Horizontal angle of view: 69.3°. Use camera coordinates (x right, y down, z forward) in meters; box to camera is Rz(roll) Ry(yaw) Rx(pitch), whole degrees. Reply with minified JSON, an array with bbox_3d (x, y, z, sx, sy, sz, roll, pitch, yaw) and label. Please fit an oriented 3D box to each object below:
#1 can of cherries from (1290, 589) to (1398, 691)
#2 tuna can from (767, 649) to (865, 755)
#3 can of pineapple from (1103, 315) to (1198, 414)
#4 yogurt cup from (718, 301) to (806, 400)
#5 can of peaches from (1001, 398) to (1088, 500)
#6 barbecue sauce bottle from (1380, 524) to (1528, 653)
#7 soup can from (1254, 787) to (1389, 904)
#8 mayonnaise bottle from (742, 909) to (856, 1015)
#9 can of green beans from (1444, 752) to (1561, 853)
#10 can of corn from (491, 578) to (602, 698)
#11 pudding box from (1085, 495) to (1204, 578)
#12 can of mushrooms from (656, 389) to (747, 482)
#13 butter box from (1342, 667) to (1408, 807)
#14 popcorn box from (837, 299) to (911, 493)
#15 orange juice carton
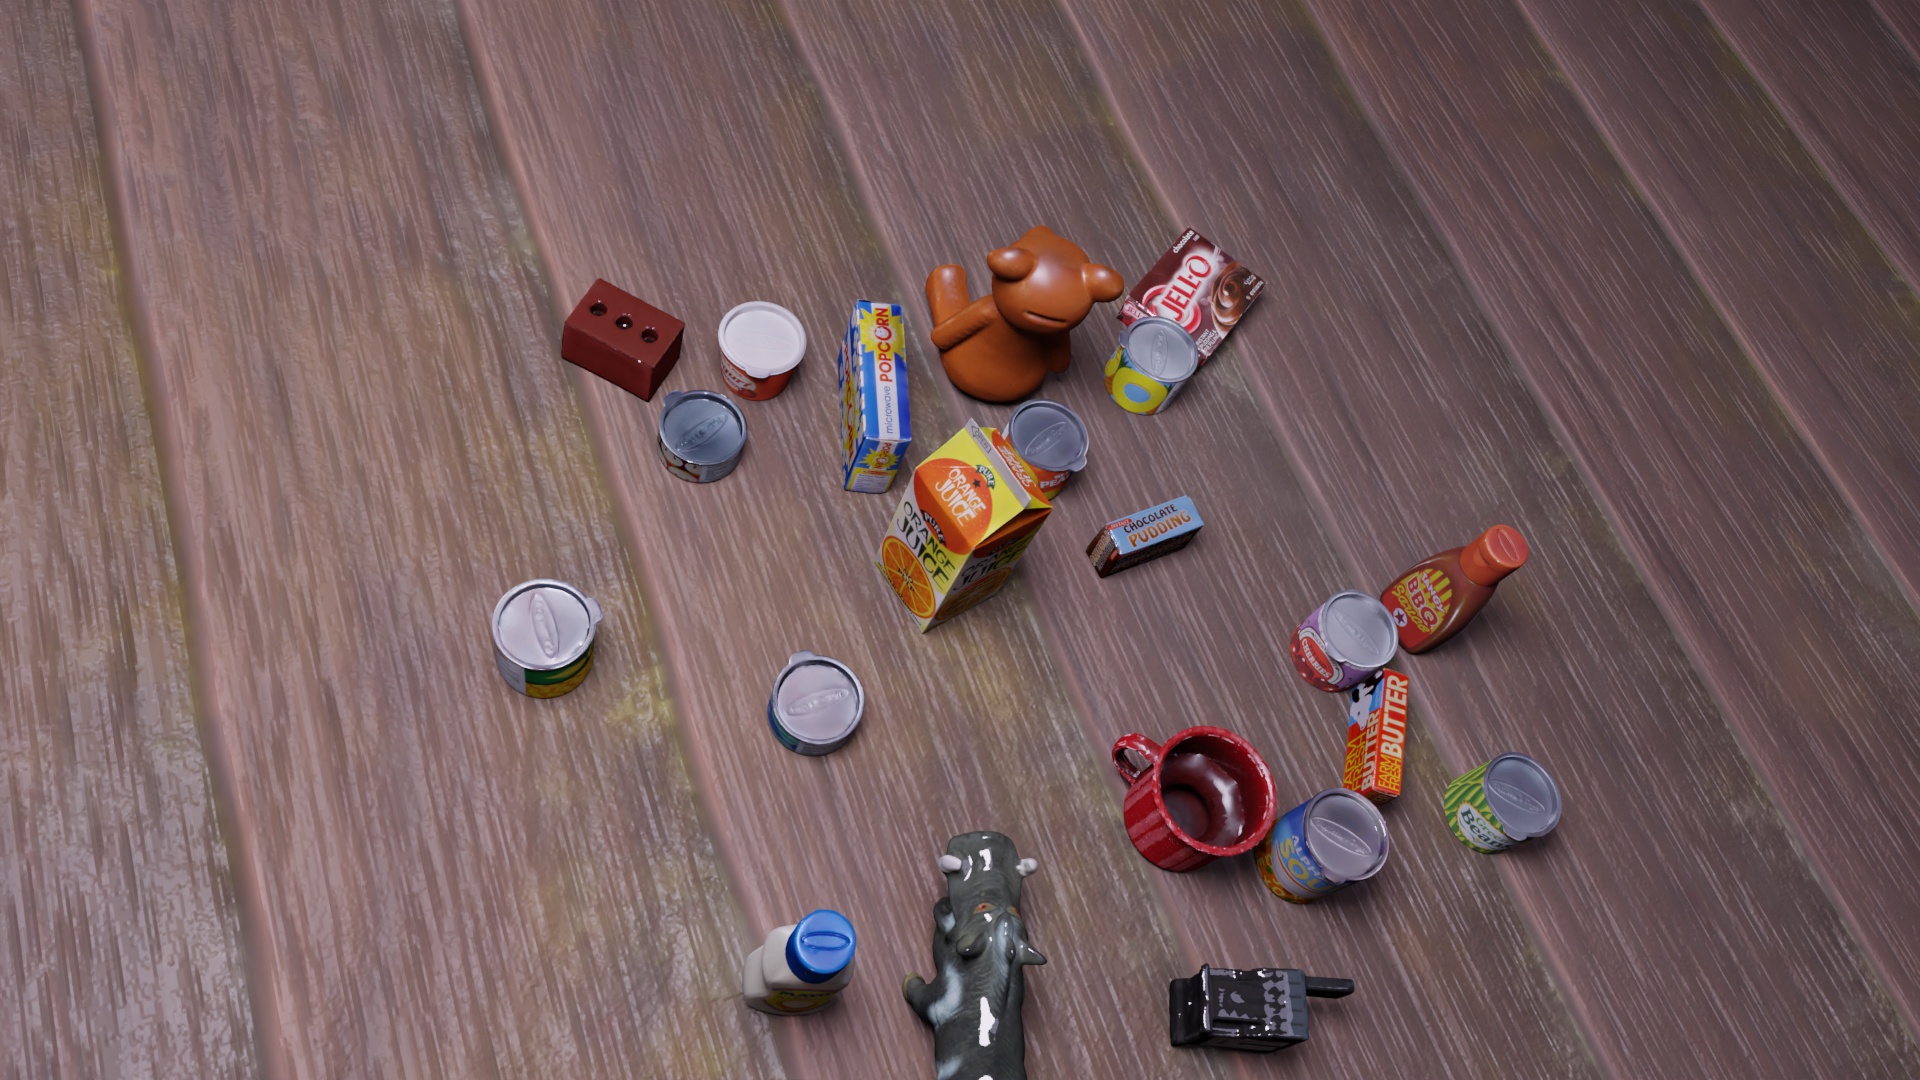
[{"bbox_3d":[0.303,0.082,1.107,0.071,0.058,0.072,7,62,-13],"label":"can of cherries"},{"bbox_3d":[-0.104,0.116,0.988,0.071,0.032,0.071,7,62,-13],"label":"tuna can"},{"bbox_3d":[0.160,-0.150,1.187,0.071,0.057,0.071,7,62,-13],"label":"can of pineapple"},{"bbox_3d":[-0.159,-0.147,1.096,0.072,0.053,0.073,7,62,-13],"label":"yogurt cup"},{"bbox_3d":[0.064,-0.070,1.118,0.071,0.057,0.071,7,62,-13],"label":"can of peaches"},{"bbox_3d":[0.393,0.036,1.105,0.044,0.147,0.065,-13,68,-21],"label":"barbecue sauce bottle"},{"bbox_3d":[0.259,0.225,1.006,0.071,0.083,0.071,7,62,-13],"label":"soup can"},{"bbox_3d":[-0.095,0.259,0.850,0.065,0.147,0.041,6,62,-13],"label":"mayonnaise bottle"},{"bbox_3d":[0.419,0.204,1.078,0.071,0.057,0.071,7,62,-13],"label":"can of green beans"},{"bbox_3d":[-0.281,0.067,0.948,0.071,0.058,0.071,7,62,-13],"label":"can of corn"},{"bbox_3d":[0.148,-0.003,1.112,0.084,0.049,0.030,-18,70,-23],"label":"pudding box"},{"bbox_3d":[-0.200,-0.081,1.062,0.071,0.033,0.071,7,62,-13],"label":"can of mushrooms"},{"bbox_3d":[0.322,0.156,1.078,0.024,0.053,0.104,19,60,-6],"label":"butter box"},{"bbox_3d":[-0.069,-0.112,1.086,0.038,0.084,0.127,2,63,-15],"label":"popcorn box"},{"bbox_3d":[0.004,-0.012,0.993,0.073,0.191,0.072,-27,74,-26],"label":"orange juice carton"}]
